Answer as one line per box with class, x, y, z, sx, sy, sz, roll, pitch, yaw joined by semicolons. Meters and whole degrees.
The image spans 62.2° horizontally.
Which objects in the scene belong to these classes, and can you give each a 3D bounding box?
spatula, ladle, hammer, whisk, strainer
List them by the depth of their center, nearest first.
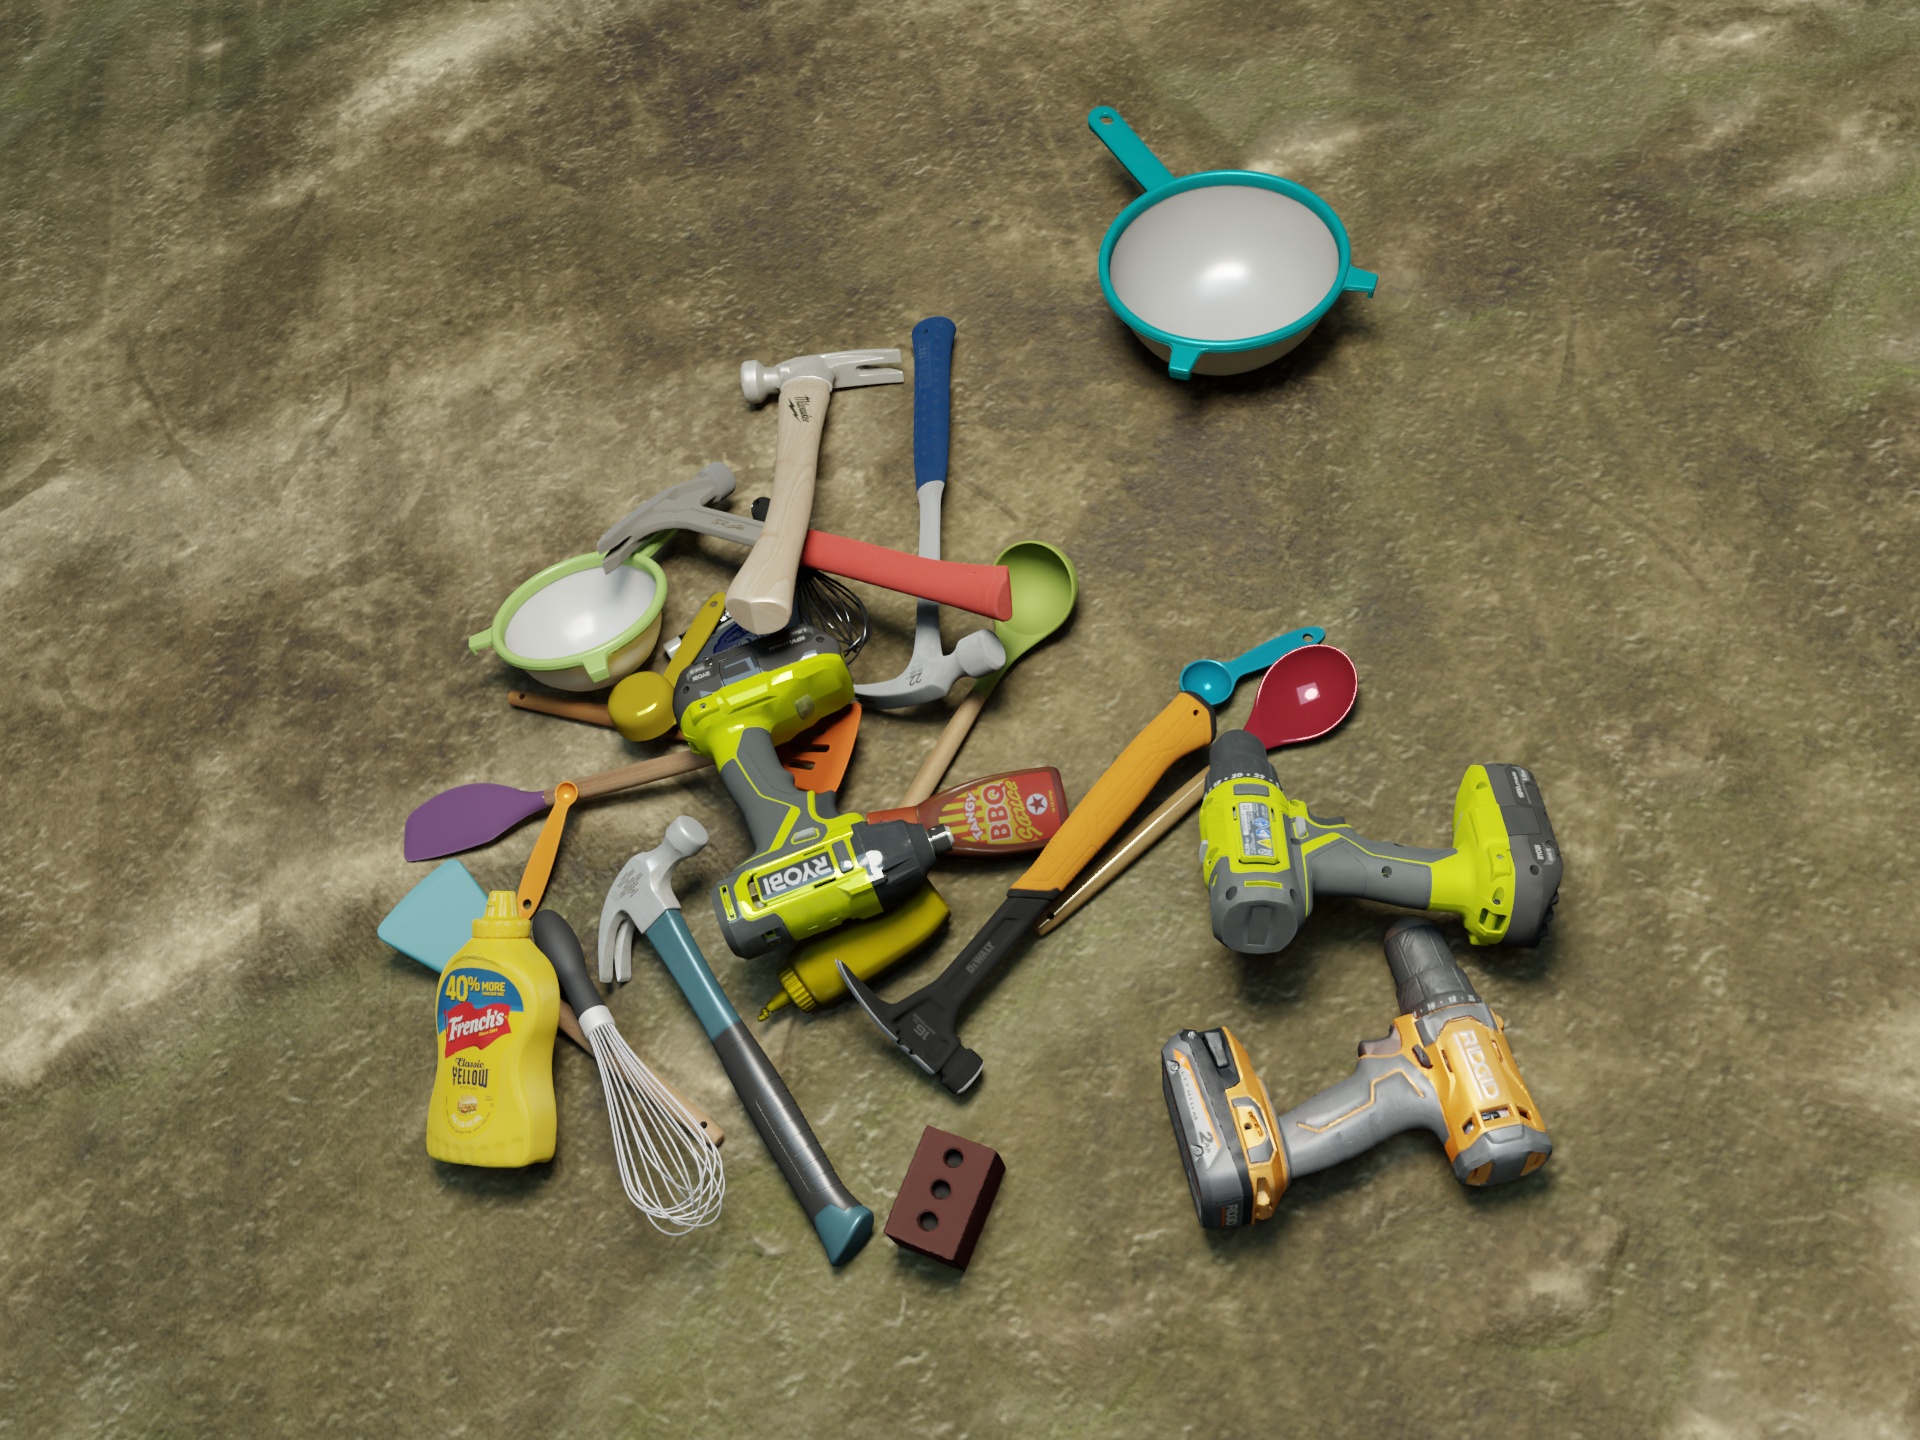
whisk;-0.245;0.239;1.125;0.070;0.070;0.285;-33;57;-8
hammer;-0.159;0.233;1.134;0.128;0.033;0.331;-44;65;17
hammer;0.062;0.101;1.146;0.127;0.034;0.337;43;78;-2
spatula;-0.297;0.218;1.183;0.318;0.044;0.082;31;63;23
ladle;0.175;0.055;1.192;0.315;0.031;0.069;-40;67;-10
ladle;-0.002;-0.004;1.243;0.078;0.062;0.320;22;70;25
hammer;-0.117;-0.130;1.260;0.359;0.036;0.149;18;45;31
spatula;-0.307;0.054;1.273;0.316;0.018;0.060;-14;61;12
spatula;-0.231;0.004;1.291;0.323;0.041;0.081;10;70;17
hammer;-0.126;-0.200;1.295;0.146;0.038;0.411;-5;38;4
whisk;-0.131;-0.122;1.319;0.055;0.055;0.239;-29;44;-5
hammer;-0.031;-0.185;1.341;0.144;0.035;0.406;-23;50;30
strainer;-0.283;-0.106;1.358;0.151;0.069;0.256;12;46;29
strainer;0.200;-0.418;1.411;0.211;0.095;0.341;-25;58;-6

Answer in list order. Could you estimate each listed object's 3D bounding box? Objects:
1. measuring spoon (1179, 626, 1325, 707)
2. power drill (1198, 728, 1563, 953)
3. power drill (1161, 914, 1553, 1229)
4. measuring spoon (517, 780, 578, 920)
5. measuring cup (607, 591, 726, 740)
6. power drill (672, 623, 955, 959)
measuring spoon;0.229;-0.042;1.244;0.128;0.021;0.042;-23;60;-13
power drill;0.278;0.078;1.099;0.228;0.080;0.191;3;38;3
power drill;0.249;0.228;1.052;0.226;0.084;0.186;-12;52;-1
measuring spoon;-0.326;0.104;1.254;0.021;0.011;0.117;19;88;15
measuring cup;-0.235;-0.052;1.298;0.062;0.029;0.157;13;59;25
power drill;-0.113;0.047;1.159;0.171;0.080;0.223;-21;58;-3
